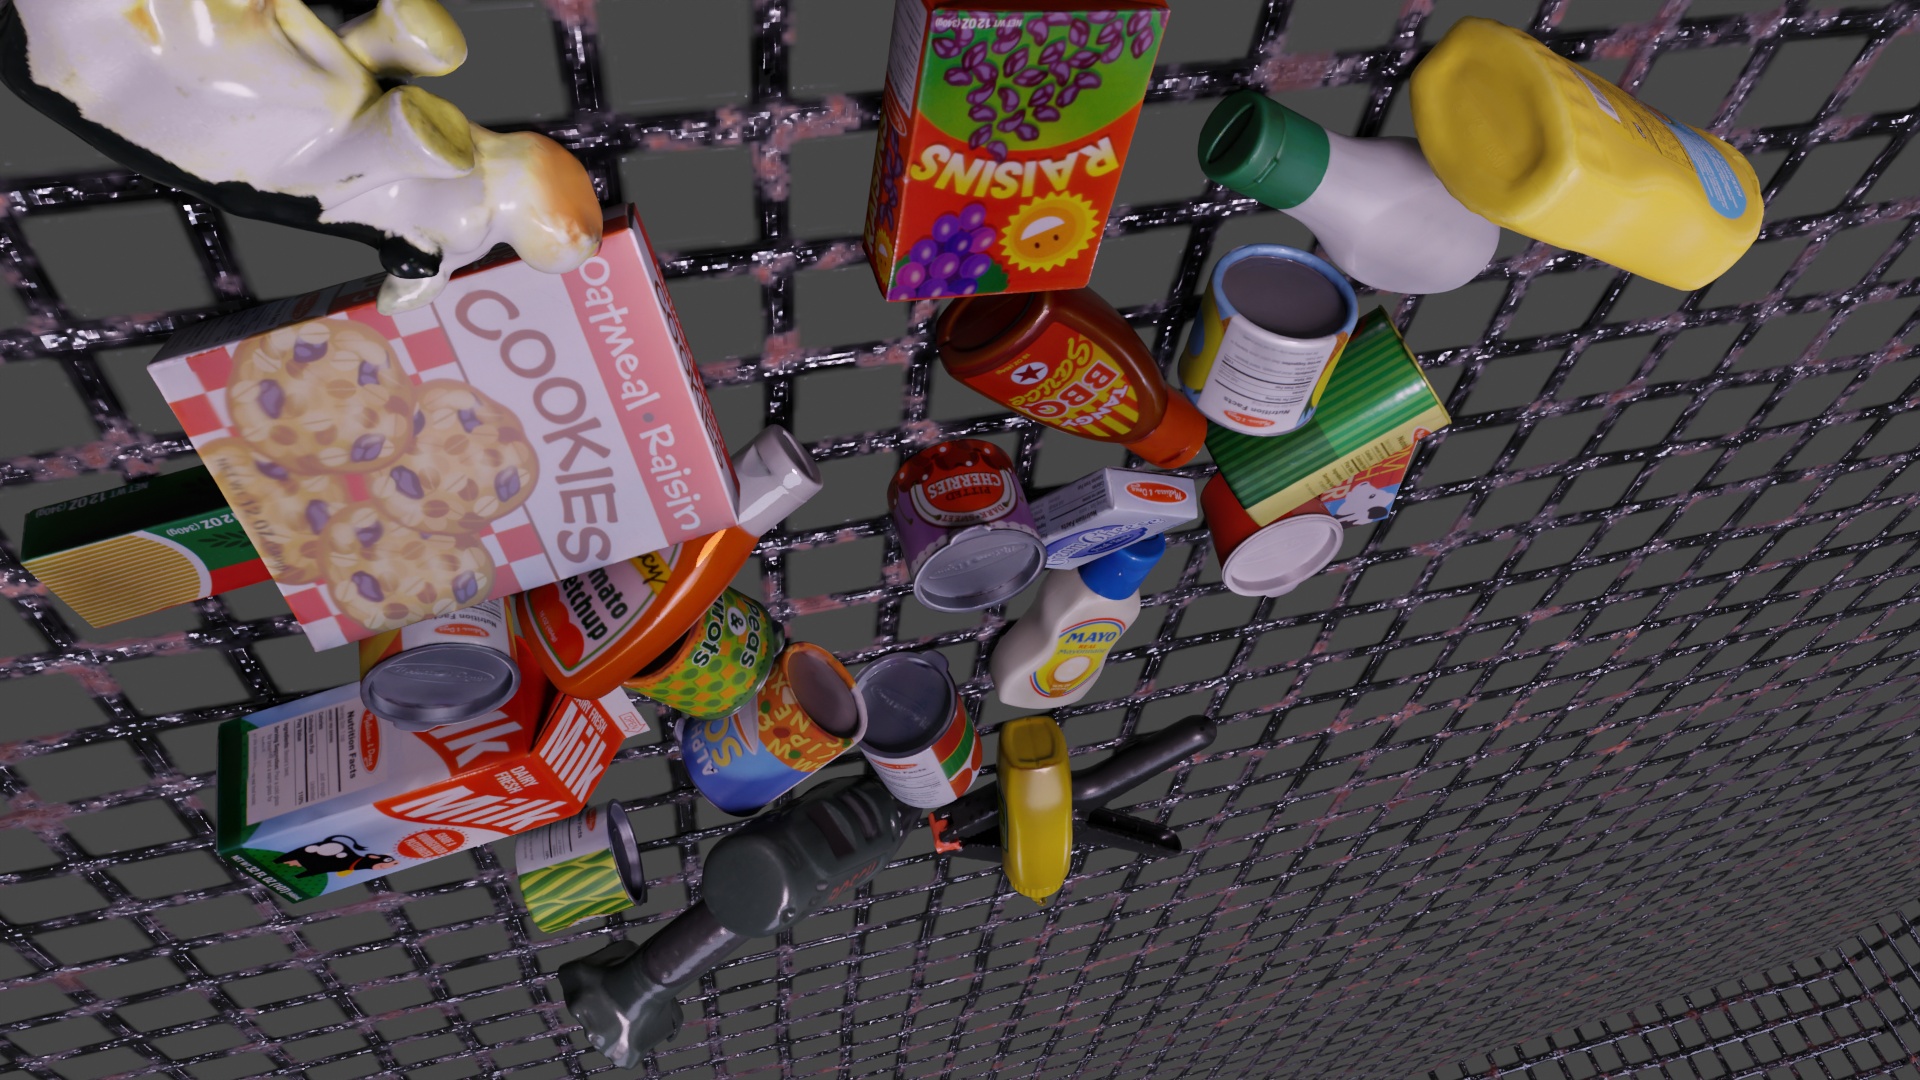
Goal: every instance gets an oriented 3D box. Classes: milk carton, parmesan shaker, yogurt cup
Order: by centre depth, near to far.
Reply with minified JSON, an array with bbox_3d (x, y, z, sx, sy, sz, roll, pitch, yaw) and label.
[{"bbox_3d":[0.174,-0.060,0.674,0.103,0.071,0.071,-30,145,17],"label":"parmesan shaker"},{"bbox_3d":[-0.257,0.108,0.690,0.191,0.074,0.072,-18,146,-3],"label":"milk carton"},{"bbox_3d":[0.165,-0.011,0.751,0.072,0.054,0.072,-13,146,-9],"label":"yogurt cup"}]

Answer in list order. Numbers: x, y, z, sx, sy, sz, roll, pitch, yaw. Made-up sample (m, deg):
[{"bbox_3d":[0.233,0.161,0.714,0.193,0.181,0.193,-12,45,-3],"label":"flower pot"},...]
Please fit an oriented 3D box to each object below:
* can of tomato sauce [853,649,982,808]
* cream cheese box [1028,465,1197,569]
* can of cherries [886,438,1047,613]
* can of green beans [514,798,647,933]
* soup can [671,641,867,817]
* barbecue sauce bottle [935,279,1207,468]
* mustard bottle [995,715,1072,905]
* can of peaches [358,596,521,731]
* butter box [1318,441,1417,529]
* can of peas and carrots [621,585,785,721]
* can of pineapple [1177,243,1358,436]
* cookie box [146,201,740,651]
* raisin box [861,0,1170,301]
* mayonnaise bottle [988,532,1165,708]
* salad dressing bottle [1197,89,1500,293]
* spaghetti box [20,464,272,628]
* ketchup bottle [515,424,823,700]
[{"bbox_3d":[-0.025,0.111,0.821,0.071,0.071,0.082,-20,147,1],"label":"can of tomato sauce"},{"bbox_3d":[0.064,-0.010,0.696,0.053,0.024,0.103,6,162,-32],"label":"cream cheese box"},{"bbox_3d":[0.002,-0.008,0.670,0.071,0.058,0.071,-12,146,-9],"label":"can of cherries"},{"bbox_3d":[-0.228,0.196,0.835,0.058,0.071,0.071,-17,146,-4],"label":"can of green beans"},{"bbox_3d":[-0.105,0.103,0.768,0.083,0.071,0.071,-37,142,23],"label":"soup can"},{"bbox_3d":[0.058,-0.073,0.620,0.064,0.044,0.148,-29,147,30],"label":"barbecue sauce bottle"},{"bbox_3d":[0.050,0.195,0.939,0.049,0.065,0.159,-5,123,-3],"label":"mustard bottle"},{"bbox_3d":[-0.236,0.043,0.623,0.071,0.058,0.071,-14,146,-9],"label":"can of peaches"},{"bbox_3d":[0.217,-0.044,0.757,0.053,0.024,0.103,-15,146,-8],"label":"butter box"},{"bbox_3d":[-0.131,0.047,0.674,0.071,0.071,0.058,-31,144,17],"label":"can of peas and carrots"},{"bbox_3d":[0.135,-0.091,0.616,0.071,0.071,0.057,-8,144,-16],"label":"can of pineapple"},{"bbox_3d":[-0.179,-0.041,0.511,0.167,0.040,0.122,-17,121,-3],"label":"cookie box"},{"bbox_3d":[0.015,-0.146,0.500,0.086,0.040,0.122,-8,143,-18],"label":"raisin box"},{"bbox_3d":[0.068,0.041,0.788,0.065,0.041,0.147,1,142,-24],"label":"mayonnaise bottle"},{"bbox_3d":[0.162,-0.144,0.573,0.148,0.044,0.064,11,134,-36],"label":"salad dressing bottle"},{"bbox_3d":[-0.236,-0.022,0.557,0.250,0.029,0.050,-16,145,-5],"label":"spaghetti box"},{"bbox_3d":[-0.129,0.006,0.626,0.148,0.065,0.043,-37,157,10],"label":"ketchup bottle"}]
